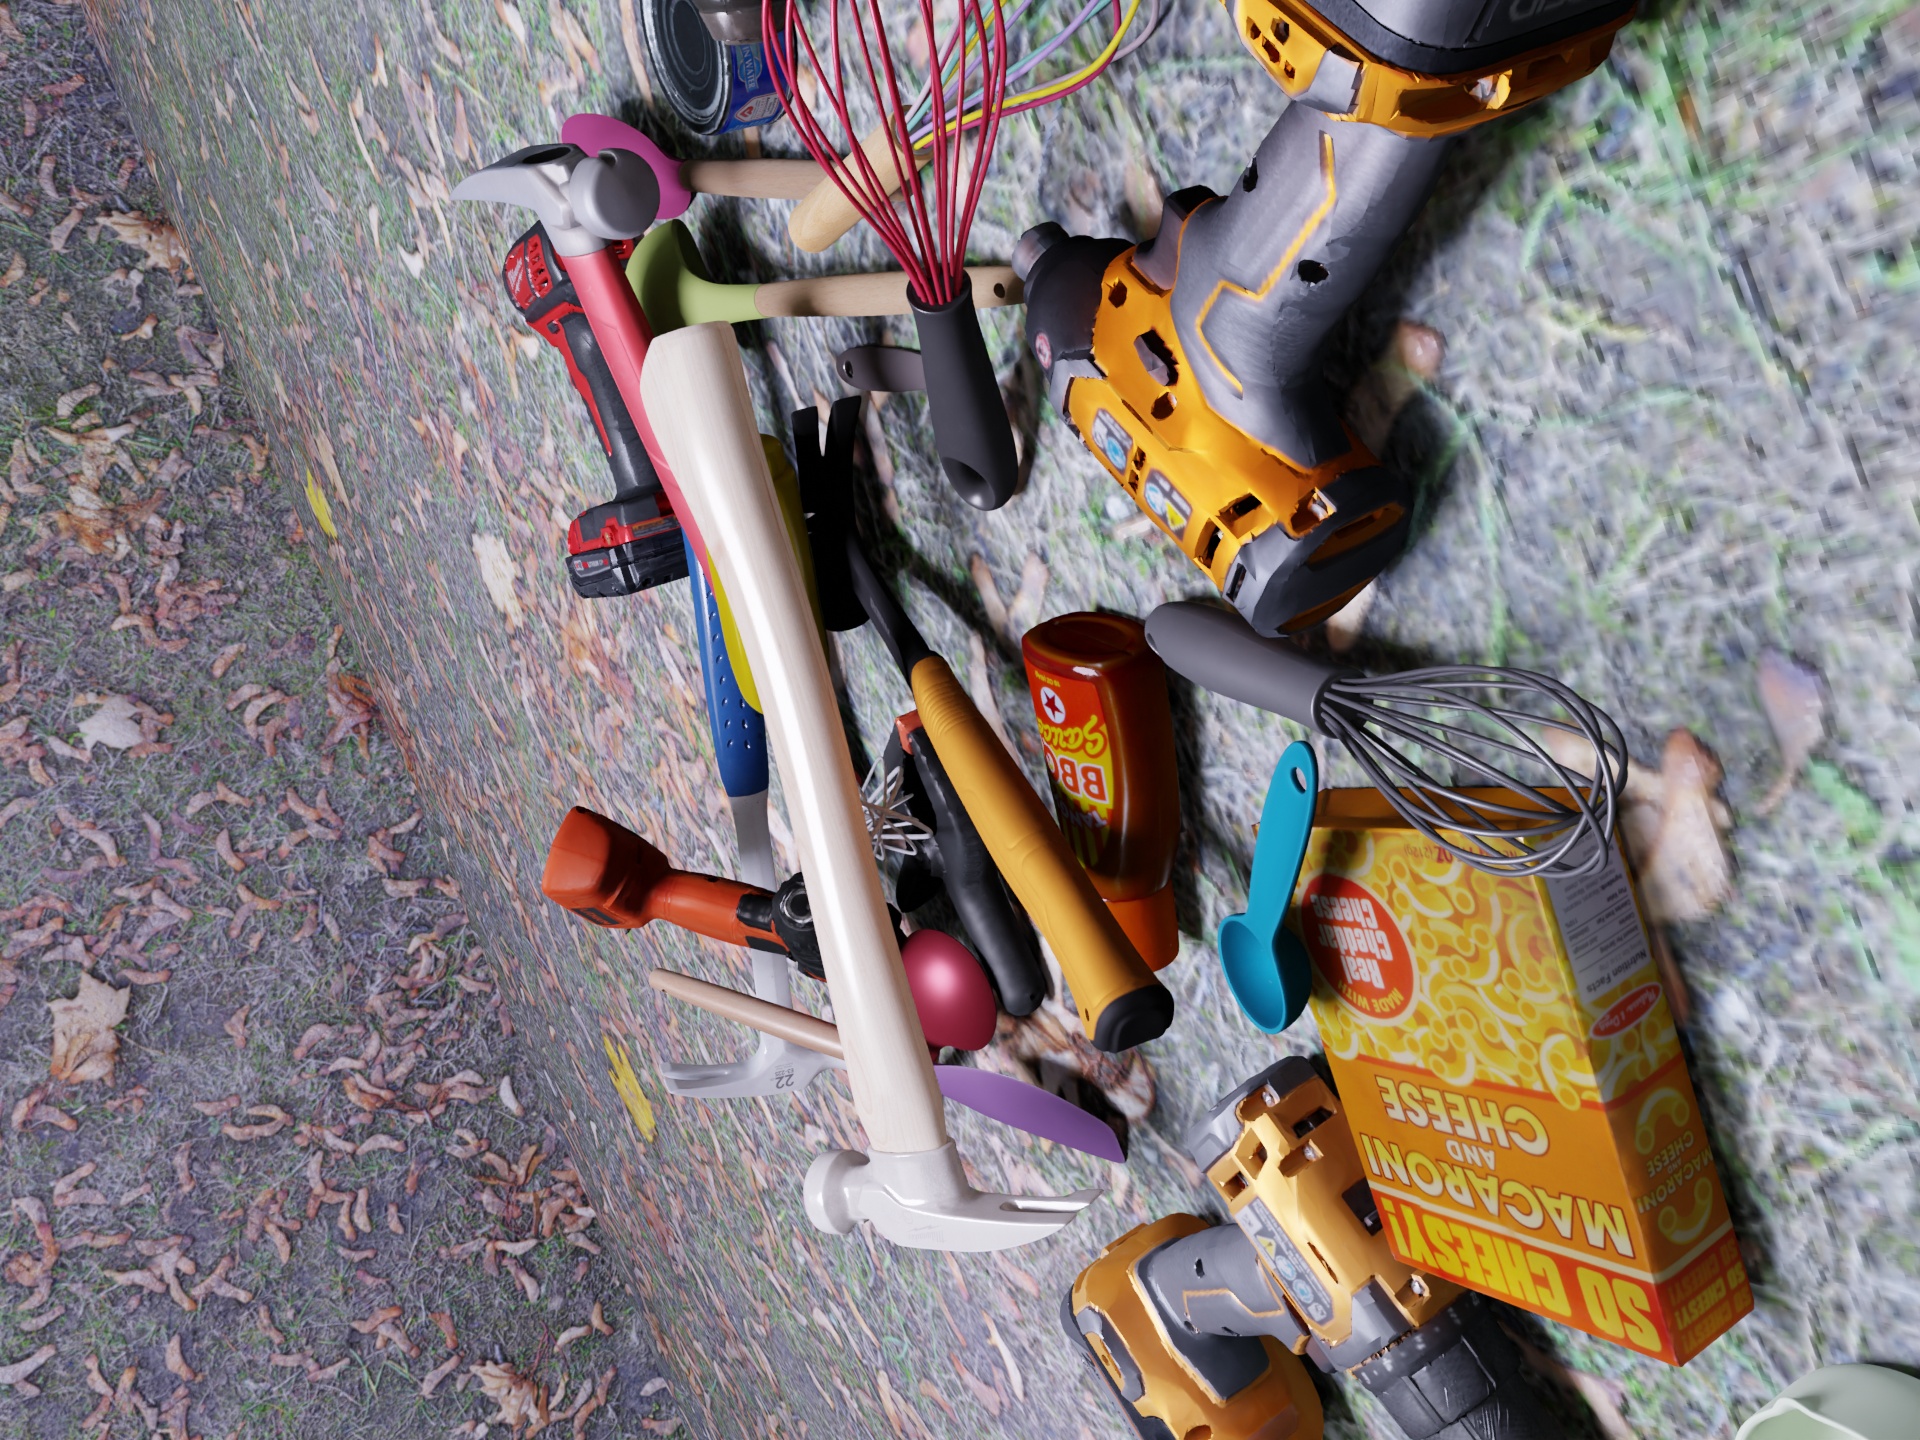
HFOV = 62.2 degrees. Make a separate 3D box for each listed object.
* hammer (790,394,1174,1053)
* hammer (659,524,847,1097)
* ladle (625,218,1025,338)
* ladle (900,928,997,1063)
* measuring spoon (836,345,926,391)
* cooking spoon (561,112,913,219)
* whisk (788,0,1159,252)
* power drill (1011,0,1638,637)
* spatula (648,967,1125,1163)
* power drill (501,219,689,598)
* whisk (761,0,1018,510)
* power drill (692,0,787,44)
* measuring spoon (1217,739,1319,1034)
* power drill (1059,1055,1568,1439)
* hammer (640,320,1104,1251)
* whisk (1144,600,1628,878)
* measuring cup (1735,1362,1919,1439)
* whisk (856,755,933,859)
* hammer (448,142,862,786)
[{"bbox_3d":[-0.001,-0.002,0.675,0.127,0.034,0.337,90,157,-44],"label":"hammer"},{"bbox_3d":[-0.133,0.054,0.964,0.035,0.144,0.405,-139,41,-60],"label":"hammer"},{"bbox_3d":[-0.063,-0.193,0.713,0.320,0.062,0.078,15,127,50],"label":"ladle"},{"bbox_3d":[-0.022,0.199,0.931,0.069,0.031,0.315,47,157,18],"label":"ladle"},{"bbox_3d":[-0.029,-0.151,0.694,0.124,0.018,0.034,21,126,56],"label":"measuring spoon"},{"bbox_3d":[-0.116,-0.258,0.754,0.319,0.017,0.068,25,160,50],"label":"cooking spoon"},{"bbox_3d":[-0.007,-0.212,0.559,0.245,0.051,0.047,-11,108,61],"label":"whisk"},{"bbox_3d":[0.076,-0.148,0.433,0.164,0.084,0.226,53,155,26],"label":"power drill"},{"bbox_3d":[-0.053,0.182,0.879,0.316,0.018,0.059,12,143,31],"label":"spatula"},{"bbox_3d":[-0.215,-0.189,0.956,0.143,0.078,0.219,6,113,61],"label":"power drill"},{"bbox_3d":[-0.010,-0.160,0.539,0.073,0.073,0.295,52,170,27],"label":"whisk"},{"bbox_3d":[-0.054,-0.325,0.539,0.227,0.080,0.187,37,142,49],"label":"power drill"},{"bbox_3d":[0.107,0.052,0.508,0.128,0.021,0.042,91,155,-44],"label":"measuring spoon"},{"bbox_3d":[0.141,0.260,0.653,0.185,0.084,0.226,53,147,22],"label":"power drill"},{"bbox_3d":[-0.053,0.032,0.684,0.146,0.038,0.410,-10,98,37],"label":"hammer"},{"bbox_3d":[0.114,-0.007,0.488,0.239,0.055,0.055,-145,38,-65],"label":"whisk"},{"bbox_3d":[0.274,0.201,0.396,0.083,0.038,0.167,63,152,7],"label":"measuring cup"},{"bbox_3d":[-0.057,0.058,0.824,0.246,0.059,0.058,141,148,-77],"label":"whisk"},{"bbox_3d":[-0.141,-0.107,0.831,0.143,0.038,0.385,19,140,44],"label":"hammer"}]
